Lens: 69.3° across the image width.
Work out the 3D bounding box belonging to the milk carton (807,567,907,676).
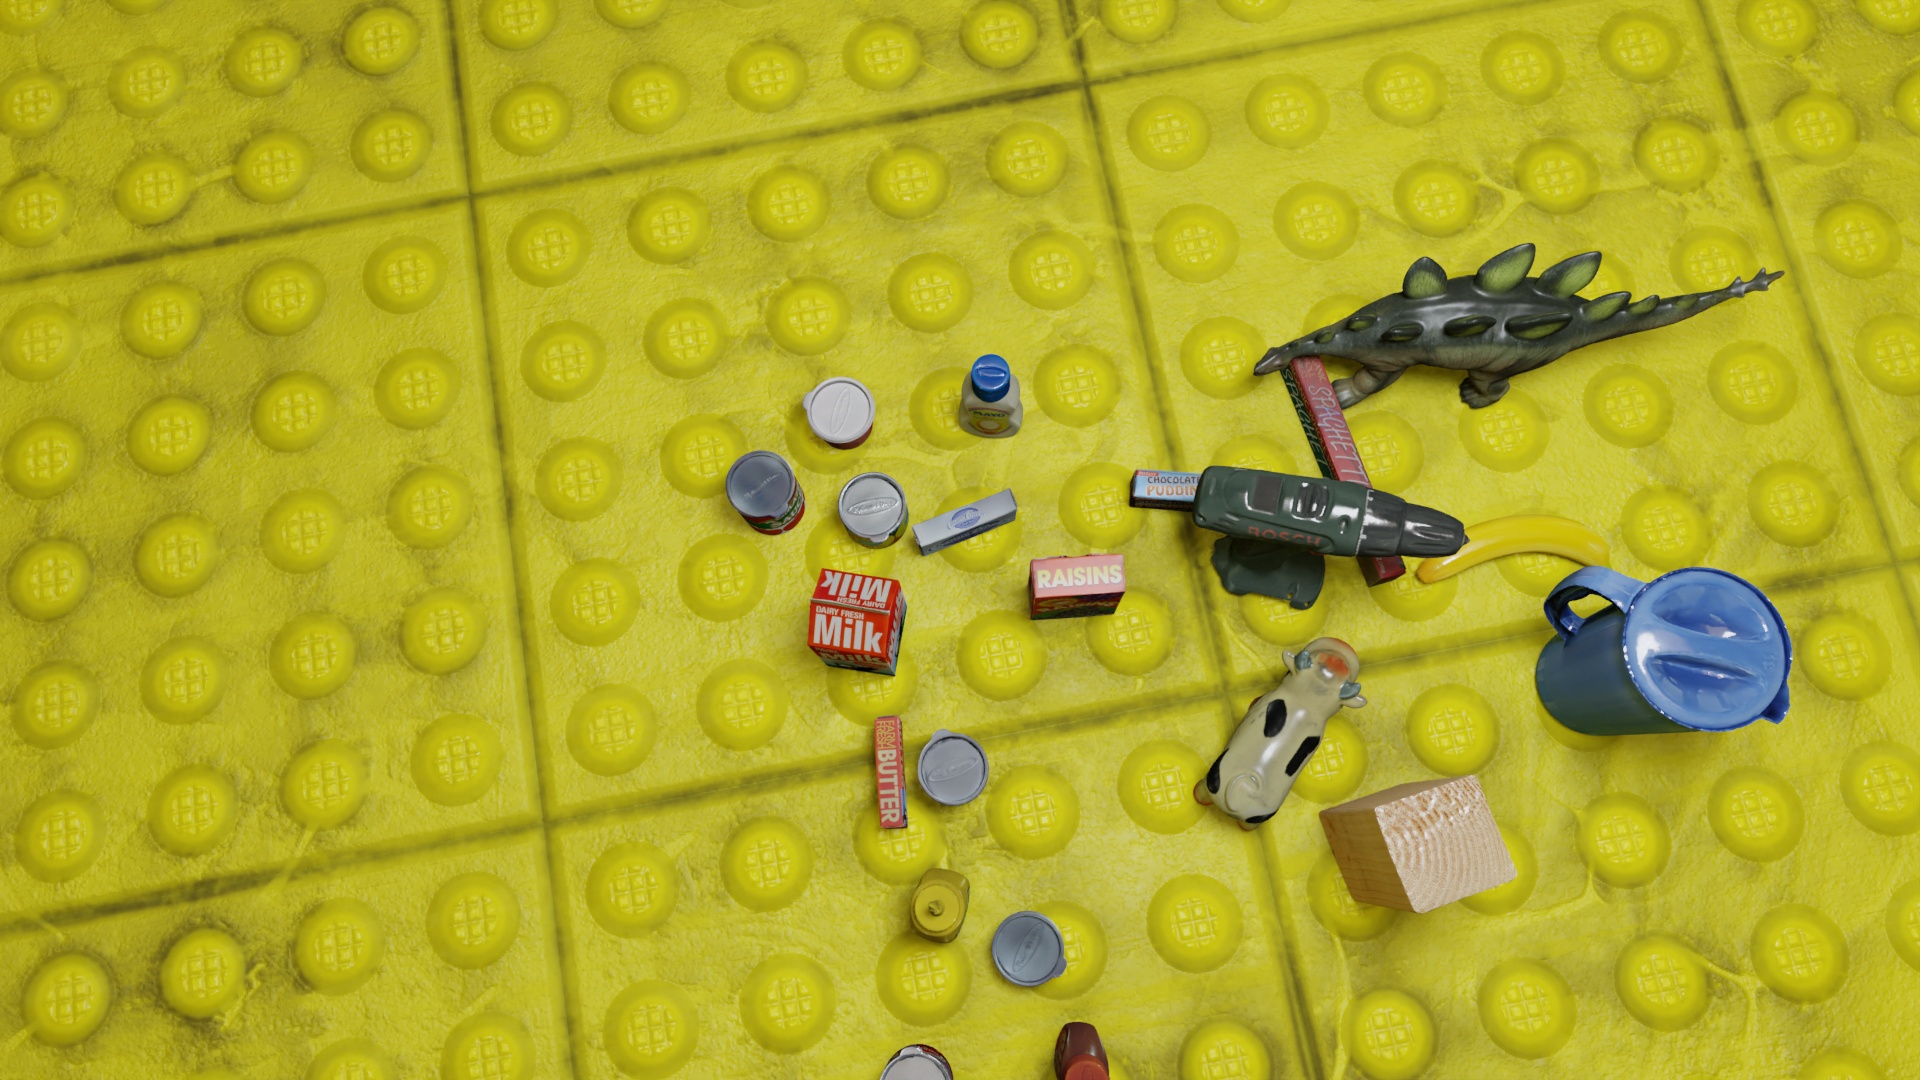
[{"bbox_3d":[-0.093,0.074,1.272,0.072,0.190,0.073,9,78,3],"label":"milk carton"}]

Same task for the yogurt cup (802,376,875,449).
[{"bbox_3d":[-0.117,-0.124,1.388,0.072,0.054,0.072,0,77,1],"label":"yogurt cup"}]

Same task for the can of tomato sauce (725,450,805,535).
[{"bbox_3d":[-0.187,-0.044,1.356,0.071,0.083,0.071,0,78,1],"label":"can of tomato sauce"}]

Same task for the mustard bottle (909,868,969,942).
[{"bbox_3d":[-0.019,0.325,1.229,0.049,0.160,0.065,13,78,4],"label":"mustard bottle"}]

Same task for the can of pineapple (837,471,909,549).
[{"bbox_3d":[-0.085,-0.027,1.363,0.071,0.057,0.071,0,77,1],"label":"can of pineapple"}]

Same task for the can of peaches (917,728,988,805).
[{"bbox_3d":[-0.007,0.214,1.306,0.071,0.058,0.071,0,77,1],"label":"can of peaches"}]

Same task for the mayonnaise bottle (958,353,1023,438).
[{"bbox_3d":[0.029,-0.138,1.339,0.065,0.148,0.041,6,78,3],"label":"mayonnaise bottle"}]

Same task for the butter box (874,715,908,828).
[{"bbox_3d":[-0.065,0.219,1.309,0.024,0.053,0.103,-4,77,1],"label":"butter box"}]

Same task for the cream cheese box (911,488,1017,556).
[{"bbox_3d":[0.005,-0.017,1.361,0.104,0.053,0.024,-21,78,-3],"label":"cream cheese box"}]

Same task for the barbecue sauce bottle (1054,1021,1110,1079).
[{"bbox_3d":[0.106,0.458,1.201,0.044,0.148,0.065,4,78,2],"label":"barbecue sauce bottle"}]

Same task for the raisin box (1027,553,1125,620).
[{"bbox_3d":[0.108,0.044,1.308,0.086,0.123,0.040,-4,78,1],"label":"raisin box"}]

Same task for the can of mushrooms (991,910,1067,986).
[{"bbox_3d":[0.064,0.377,1.280,0.071,0.033,0.071,0,77,1],"label":"can of mushrooms"}]

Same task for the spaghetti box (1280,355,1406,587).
[{"bbox_3d":[0.374,-0.076,1.367,0.029,0.050,0.250,-18,77,-2],"label":"spaghetti box"}]

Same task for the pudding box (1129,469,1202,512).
[{"bbox_3d":[0.210,-0.049,1.365,0.084,0.049,0.030,5,78,2],"label":"pudding box"}]

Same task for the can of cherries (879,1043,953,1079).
[{"bbox_3d":[-0.039,0.486,1.244,0.071,0.058,0.071,0,77,1],"label":"can of cherries"}]
